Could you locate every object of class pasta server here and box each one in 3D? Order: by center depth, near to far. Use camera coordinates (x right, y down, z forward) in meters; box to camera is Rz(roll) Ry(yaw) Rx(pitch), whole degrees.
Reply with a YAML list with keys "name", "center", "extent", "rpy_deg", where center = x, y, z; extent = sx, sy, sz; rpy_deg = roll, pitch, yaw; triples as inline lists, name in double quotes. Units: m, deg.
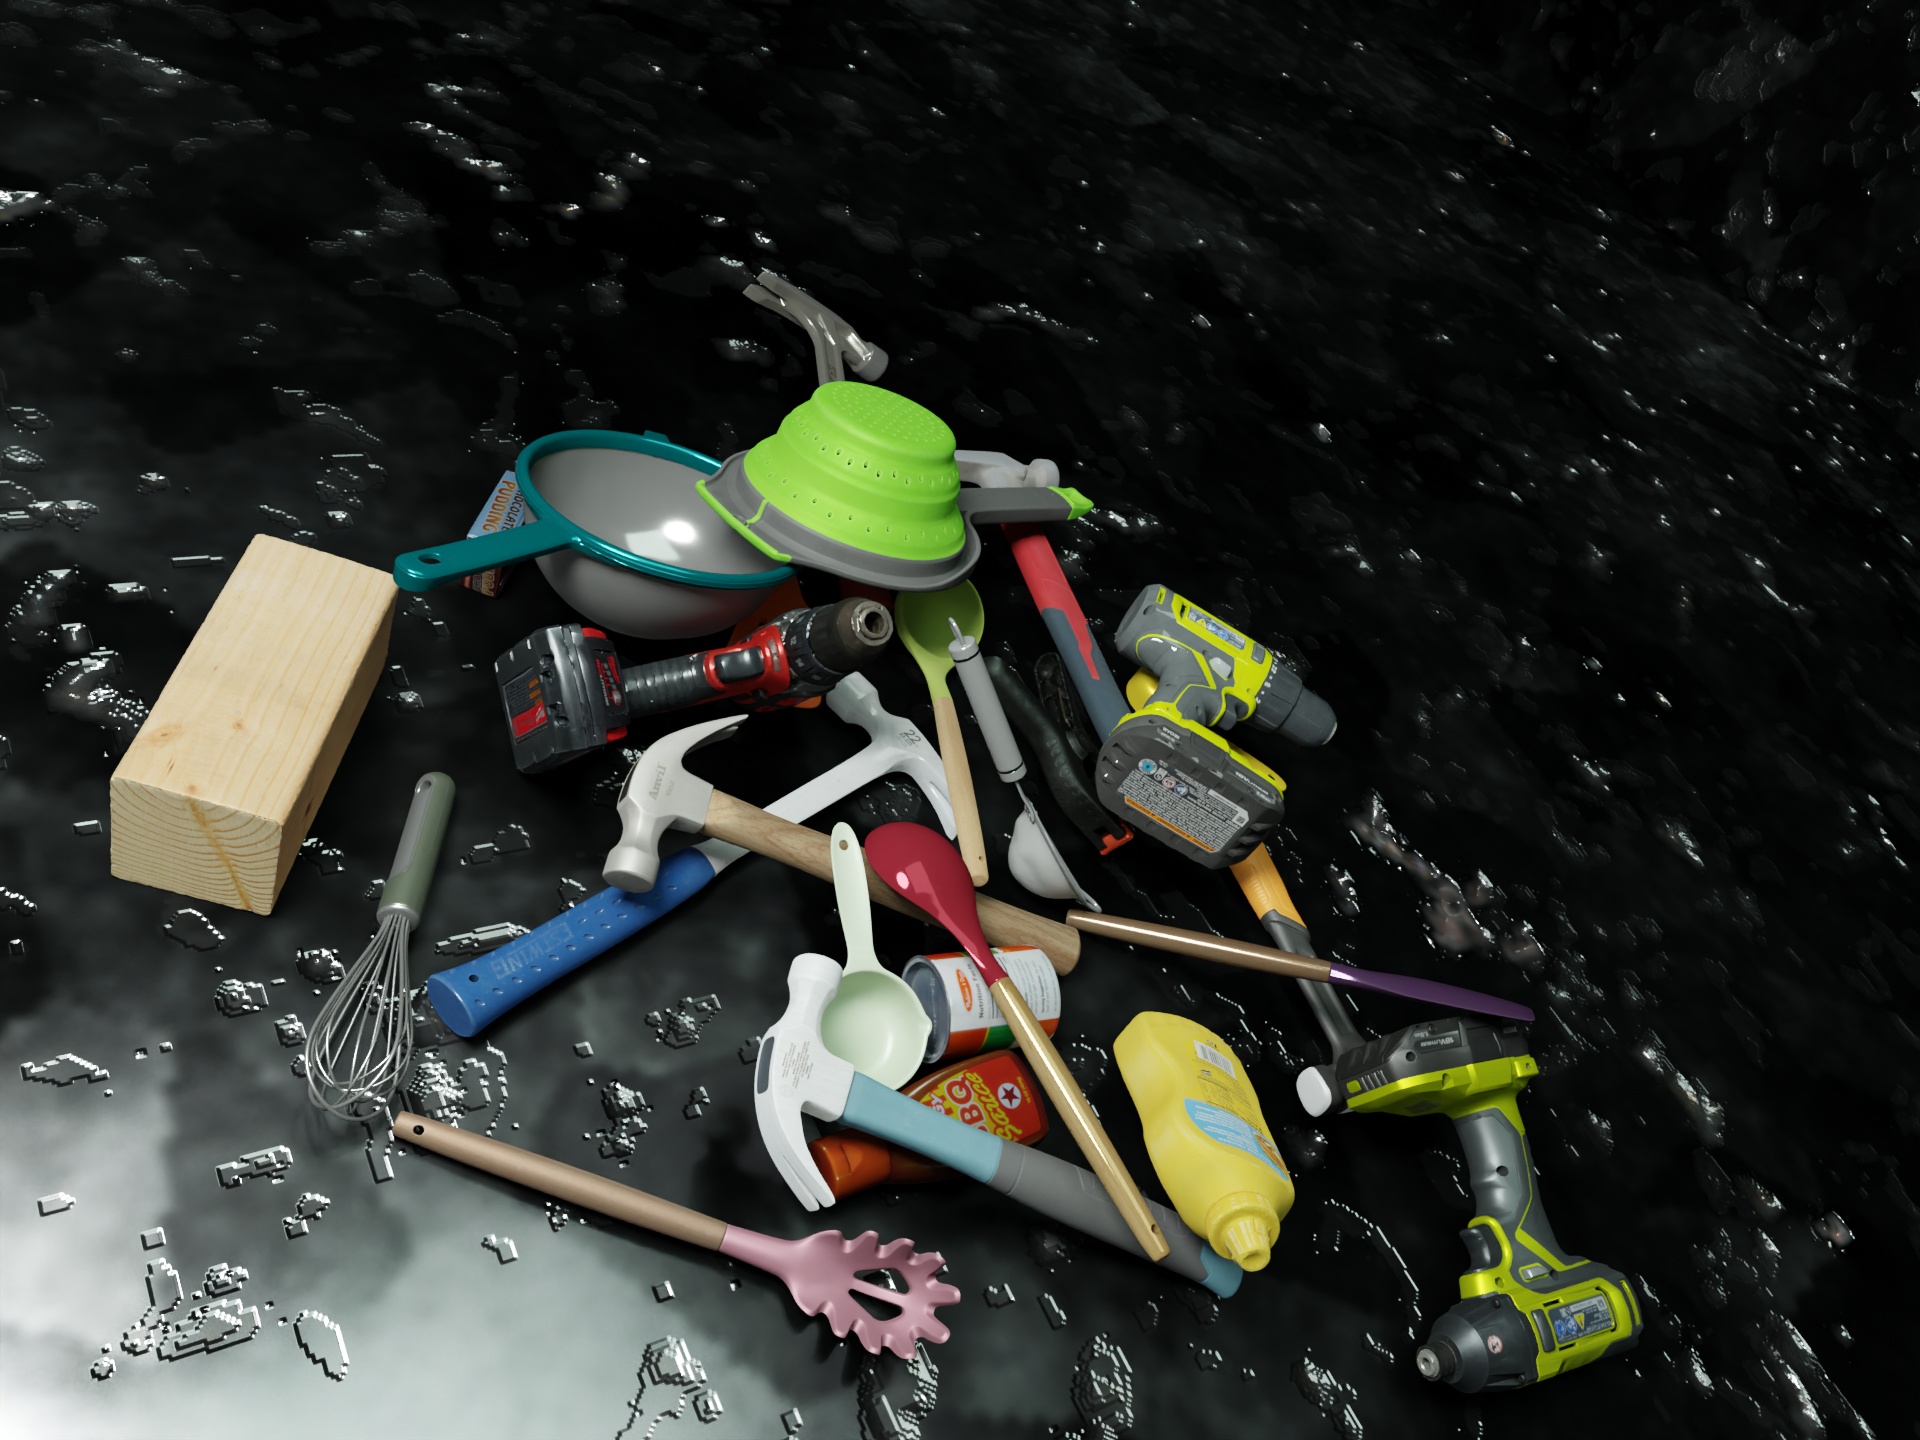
- name: "pasta server"
  center: [-0.153, 0.269, 0.857]
  extent: [0.316, 0.040, 0.060]
  rpy_deg: [22, 69, -6]

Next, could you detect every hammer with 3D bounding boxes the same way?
- name: "hammer"
  center: [0.030, 0.258, 0.922]
  extent: [0.330, 0.033, 0.128]
  rpy_deg: [28, 56, -18]
- name: "hammer"
  center: [-0.155, 0.091, 1.028]
  extent: [0.144, 0.035, 0.405]
  rpy_deg: [44, 44, 16]
- name: "hammer"
  center: [-0.062, 0.096, 1.030]
  extent: [0.331, 0.031, 0.130]
  rpy_deg: [24, 56, -23]
- name: "hammer"
  center: [0.241, 0.136, 1.200]
  extent: [0.127, 0.034, 0.337]
  rpy_deg: [-3, 51, -30]
- name: "hammer"
  center: [0.073, -0.083, 1.317]
  extent: [0.143, 0.038, 0.387]
  rpy_deg: [-1, 50, -28]
- name: "hammer"
  center: [-0.106, -0.226, 1.334]
  extent: [0.149, 0.036, 0.359]
  rpy_deg: [26, 40, -37]

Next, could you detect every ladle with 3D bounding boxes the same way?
- name: "ladle"
  center: [0.035, 0.180, 0.952]
  extent: [0.069, 0.031, 0.316]
  rpy_deg: [-7, 54, -44]
- name: "ladle"
  center: [-0.002, -0.004, 1.150]
  extent: [0.078, 0.062, 0.321]
  rpy_deg: [27, 30, -27]

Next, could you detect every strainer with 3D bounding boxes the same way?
- name: "strainer"
  center: [0.035, 0.040, 1.085]
  extent: [0.050, 0.258, 0.087]
  rpy_deg: [-23, 27, -2]
- name: "strainer"
  center: [-0.254, -0.102, 1.089]
  extent: [0.211, 0.095, 0.340]
  rpy_deg: [34, 31, 18]

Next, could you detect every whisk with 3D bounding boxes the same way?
- name: "whisk"
  center: [-0.323, 0.119, 0.905]
  extent: [0.059, 0.058, 0.247]
  rpy_deg: [47, 26, -35]

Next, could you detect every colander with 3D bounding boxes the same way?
- name: "colander"
  center: [-0.014, -0.197, 1.235]
  extent: [0.397, 0.094, 0.205]
  rpy_deg: [-10, 43, -47]

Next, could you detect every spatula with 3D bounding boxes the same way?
- name: "spatula"
  center: [0.226, 0.166, 1.086]
  extent: [0.316, 0.018, 0.060]
  rpy_deg: [10, 5, 14]
- name: "spatula"
  center: [-0.141, -0.137, 1.266]
  extent: [0.081, 0.041, 0.323]
  rpy_deg: [14, 40, -15]

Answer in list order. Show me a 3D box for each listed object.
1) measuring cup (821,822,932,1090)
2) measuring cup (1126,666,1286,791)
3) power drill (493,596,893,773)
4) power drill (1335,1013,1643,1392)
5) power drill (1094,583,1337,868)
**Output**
- name: "measuring cup"
  center: [-0.068, 0.148, 0.980]
  extent: [0.083, 0.038, 0.168]
  rpy_deg: [0, 72, -29]
- name: "measuring cup"
  center: [0.208, 0.004, 1.311]
  extent: [0.156, 0.029, 0.062]
  rpy_deg: [36, 43, 9]
- name: "power drill"
  center: [-0.168, -0.032, 1.035]
  extent: [0.226, 0.188, 0.080]
  rpy_deg: [-12, 87, -33]
- name: "power drill"
  center: [0.334, 0.311, 1.031]
  extent: [0.171, 0.080, 0.223]
  rpy_deg: [-1, 65, -31]
- name: "power drill"
  center: [0.199, 0.006, 1.221]
  extent: [0.190, 0.080, 0.229]
  rpy_deg: [31, 36, -5]
